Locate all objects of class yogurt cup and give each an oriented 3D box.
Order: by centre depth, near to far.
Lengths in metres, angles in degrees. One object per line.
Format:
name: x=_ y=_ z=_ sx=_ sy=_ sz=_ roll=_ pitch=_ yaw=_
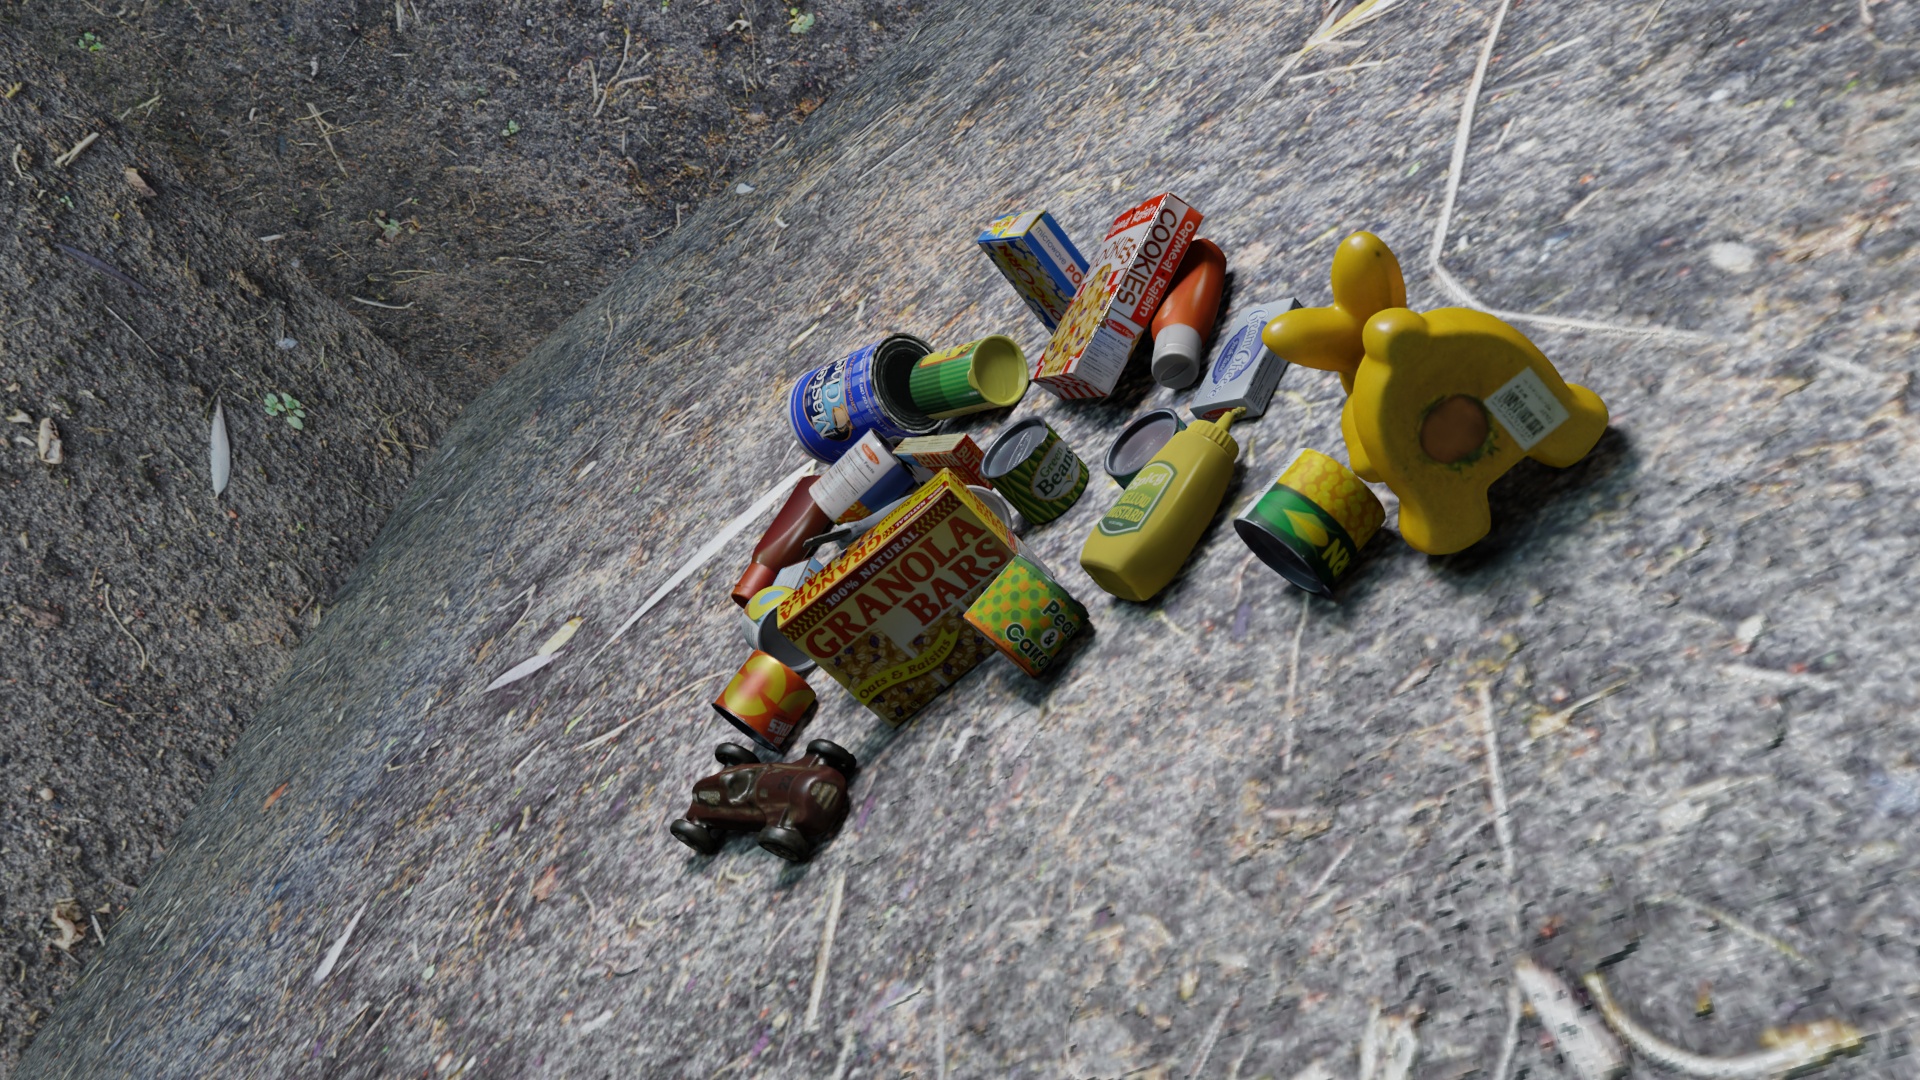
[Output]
yogurt cup: x=0.004 y=-0.014 z=1.108 sx=0.072 sy=0.072 sz=0.054 roll=-45 pitch=13 yaw=2

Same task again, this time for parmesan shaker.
parmesan shaker: x=0.004 y=-0.151 z=1.303 sx=0.103 sy=0.071 sz=0.071 roll=-6 pitch=46 yaw=53

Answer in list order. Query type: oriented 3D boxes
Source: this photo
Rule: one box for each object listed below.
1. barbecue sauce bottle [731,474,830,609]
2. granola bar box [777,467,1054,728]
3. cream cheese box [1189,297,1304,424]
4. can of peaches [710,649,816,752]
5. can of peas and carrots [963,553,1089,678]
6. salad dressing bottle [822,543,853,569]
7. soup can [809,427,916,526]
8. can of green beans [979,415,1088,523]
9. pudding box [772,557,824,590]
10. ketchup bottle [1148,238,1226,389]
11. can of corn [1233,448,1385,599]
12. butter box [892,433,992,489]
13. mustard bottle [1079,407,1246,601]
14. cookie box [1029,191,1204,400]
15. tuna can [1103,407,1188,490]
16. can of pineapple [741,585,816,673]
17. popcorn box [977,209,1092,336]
barbecue sauce bottle: x=-0.173 y=0.004 z=1.372 sx=0.065 sy=0.043 sz=0.149 roll=-7 pitch=45 yaw=53
granola bar box: x=-0.031 y=0.045 z=1.005 sx=0.165 sy=0.124 sz=0.039 roll=-39 pitch=25 yaw=14
cream cheese box: x=0.212 y=-0.130 z=1.015 sx=0.053 sy=0.024 sz=0.104 roll=-7 pitch=46 yaw=51
can of peaches: x=-0.159 y=0.132 z=1.139 sx=0.058 sy=0.071 sz=0.071 roll=-54 pitch=27 yaw=-18
can of peas and carrots: x=0.046 y=0.053 z=0.946 sx=0.059 sy=0.071 sz=0.071 roll=-48 pitch=25 yaw=-4
salad dressing bottle: x=-0.097 y=0.038 z=1.139 sx=0.064 sy=0.044 sz=0.148 roll=-60 pitch=-4 yaw=15
soup can: x=-0.090 y=-0.054 z=1.311 sx=0.083 sy=0.071 sz=0.071 roll=-43 pitch=25 yaw=7
can of green beans: x=0.058 y=-0.055 z=1.095 sx=0.071 sy=0.057 sz=0.071 roll=-35 pitch=27 yaw=21
pudding box: x=-0.158 y=0.059 z=1.283 sx=0.049 sy=0.030 sz=0.084 roll=-20 pitch=36 yaw=41
ketchup bottle: x=0.179 y=-0.181 z=1.117 sx=0.064 sy=0.043 sz=0.149 roll=-33 pitch=28 yaw=38
can of corn: x=0.204 y=-0.010 z=0.804 sx=0.058 sy=0.071 sz=0.071 roll=-48 pitch=25 yaw=-6
butter box: x=-0.013 y=-0.067 z=1.226 sx=0.024 sy=0.053 sz=0.103 roll=-53 pitch=27 yaw=-21
mustard bottle: x=0.146 y=-0.033 z=0.941 sx=0.161 sy=0.048 sz=0.065 roll=-53 pitch=28 yaw=-16
cookie box: x=0.127 y=-0.201 z=1.157 sx=0.167 sy=0.040 sz=0.123 roll=-62 pitch=13 yaw=-4
tuna can: x=0.141 y=-0.061 z=1.008 sx=0.071 sy=0.032 sz=0.071 roll=-35 pitch=27 yaw=21
can of pineapple: x=-0.150 y=0.076 z=1.207 sx=0.071 sy=0.071 sz=0.058 roll=-49 pitch=25 yaw=-8
popcorn box: x=0.081 y=-0.237 z=1.250 sx=0.038 sy=0.126 sz=0.085 roll=-49 pitch=25 yaw=-13
